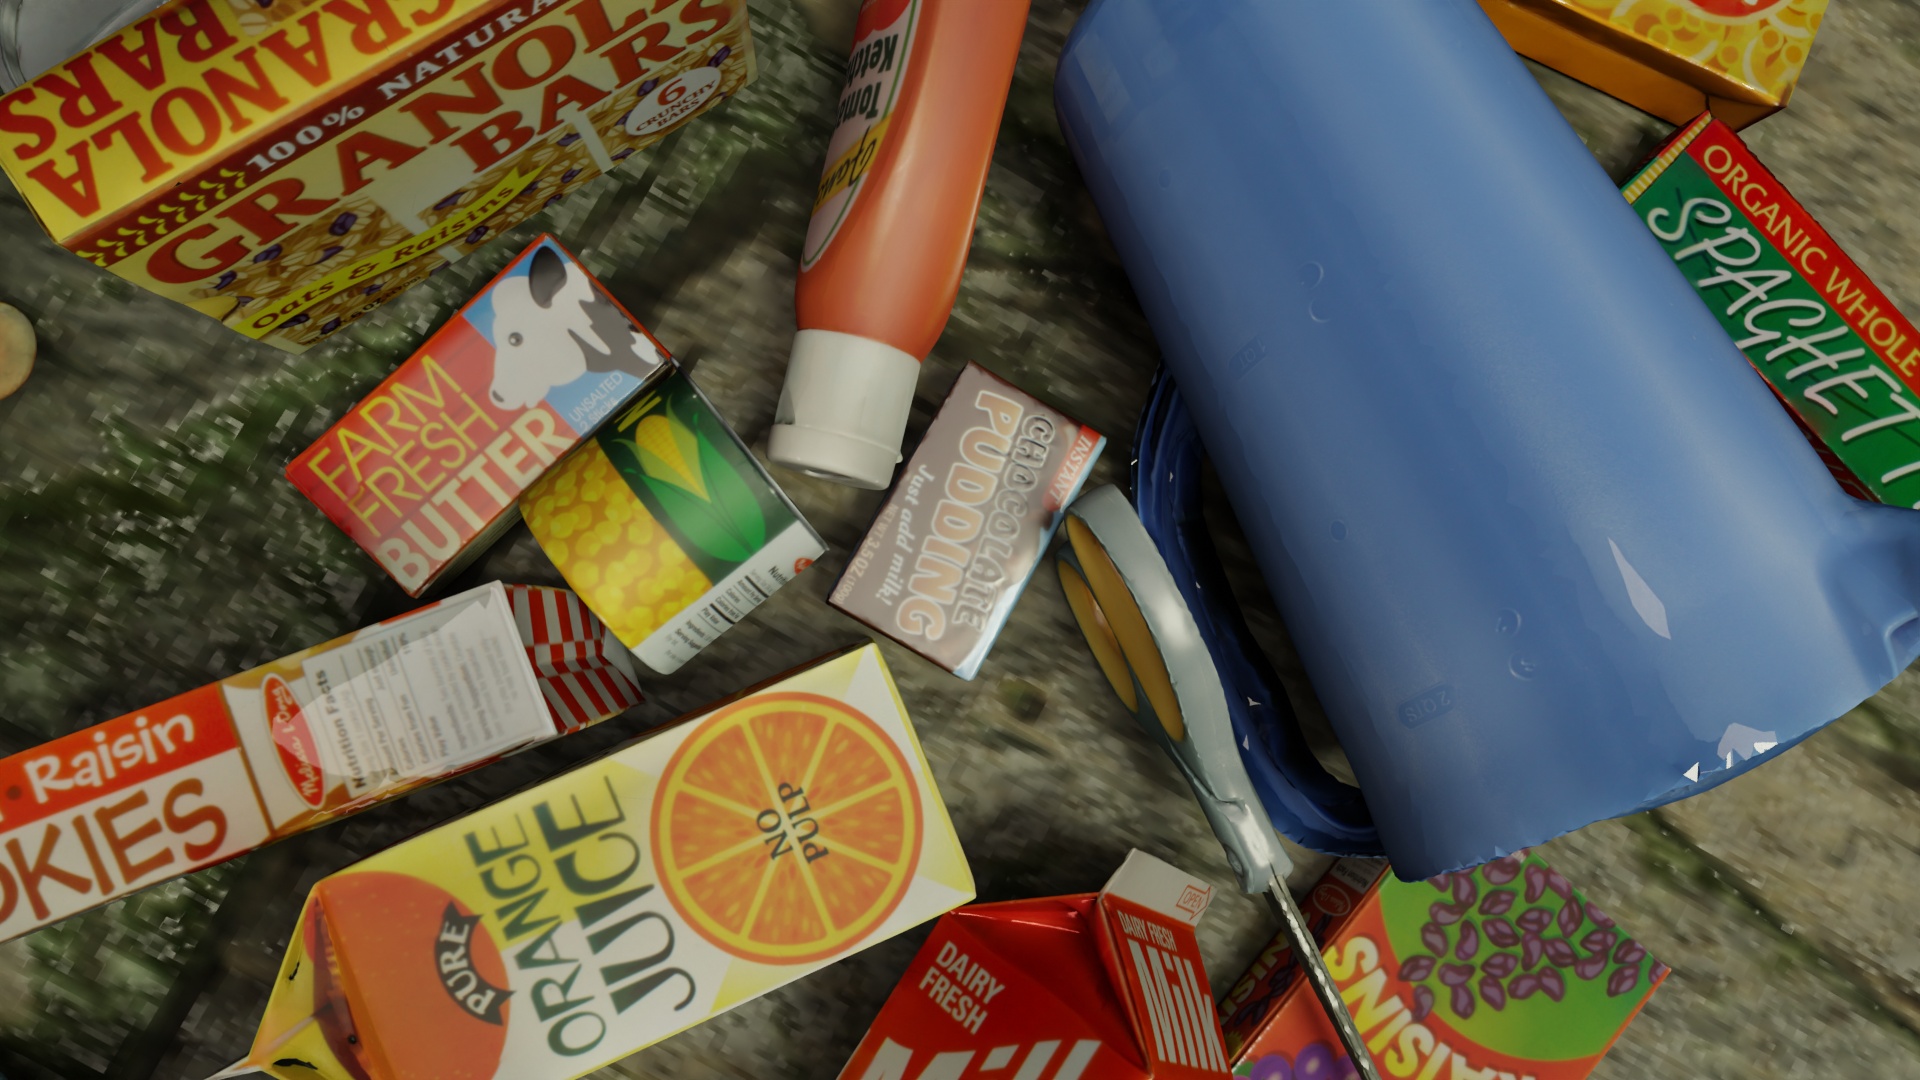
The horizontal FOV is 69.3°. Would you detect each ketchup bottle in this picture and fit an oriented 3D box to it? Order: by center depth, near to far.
[{"bbox_3d":[-0.020,-0.090,0.397,0.043,0.064,0.149,16,85,-26],"label":"ketchup bottle"}]

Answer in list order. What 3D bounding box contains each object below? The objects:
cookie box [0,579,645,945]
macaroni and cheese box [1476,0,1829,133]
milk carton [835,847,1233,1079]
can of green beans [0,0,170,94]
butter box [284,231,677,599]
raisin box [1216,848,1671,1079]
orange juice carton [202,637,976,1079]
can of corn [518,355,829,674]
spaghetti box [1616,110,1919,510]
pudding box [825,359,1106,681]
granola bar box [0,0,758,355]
[{"bbox_3d":[-0.175,0.056,0.349,0.168,0.123,0.040,-20,89,-5],"label":"cookie box"},{"bbox_3d":[0.224,-0.229,0.438,0.124,0.040,0.166,24,86,-3],"label":"macaroni and cheese box"},{"bbox_3d":[0.007,0.169,0.371,0.073,0.072,0.190,30,85,35],"label":"milk carton"},{"bbox_3d":[-0.220,-0.132,0.387,0.071,0.058,0.071,0,88,-5],"label":"can of green beans"},{"bbox_3d":[-0.138,-0.036,0.406,0.103,0.024,0.053,-44,92,-5],"label":"butter box"},{"bbox_3d":[0.134,0.144,0.412,0.086,0.040,0.123,41,86,-3],"label":"raisin box"},{"bbox_3d":[-0.098,0.097,0.379,0.193,0.072,0.073,-23,89,-6],"label":"orange juice carton"},{"bbox_3d":[-0.081,-0.007,0.389,0.058,0.071,0.071,-39,91,-5],"label":"can of corn"},{"bbox_3d":[0.298,-0.028,0.439,0.050,0.028,0.250,-44,91,-5],"label":"spaghetti box"},{"bbox_3d":[0.001,-0.005,0.413,0.049,0.030,0.084,31,86,-3],"label":"pudding box"},{"bbox_3d":[-0.135,-0.116,0.360,0.166,0.124,0.039,-33,89,-5],"label":"granola bar box"}]
